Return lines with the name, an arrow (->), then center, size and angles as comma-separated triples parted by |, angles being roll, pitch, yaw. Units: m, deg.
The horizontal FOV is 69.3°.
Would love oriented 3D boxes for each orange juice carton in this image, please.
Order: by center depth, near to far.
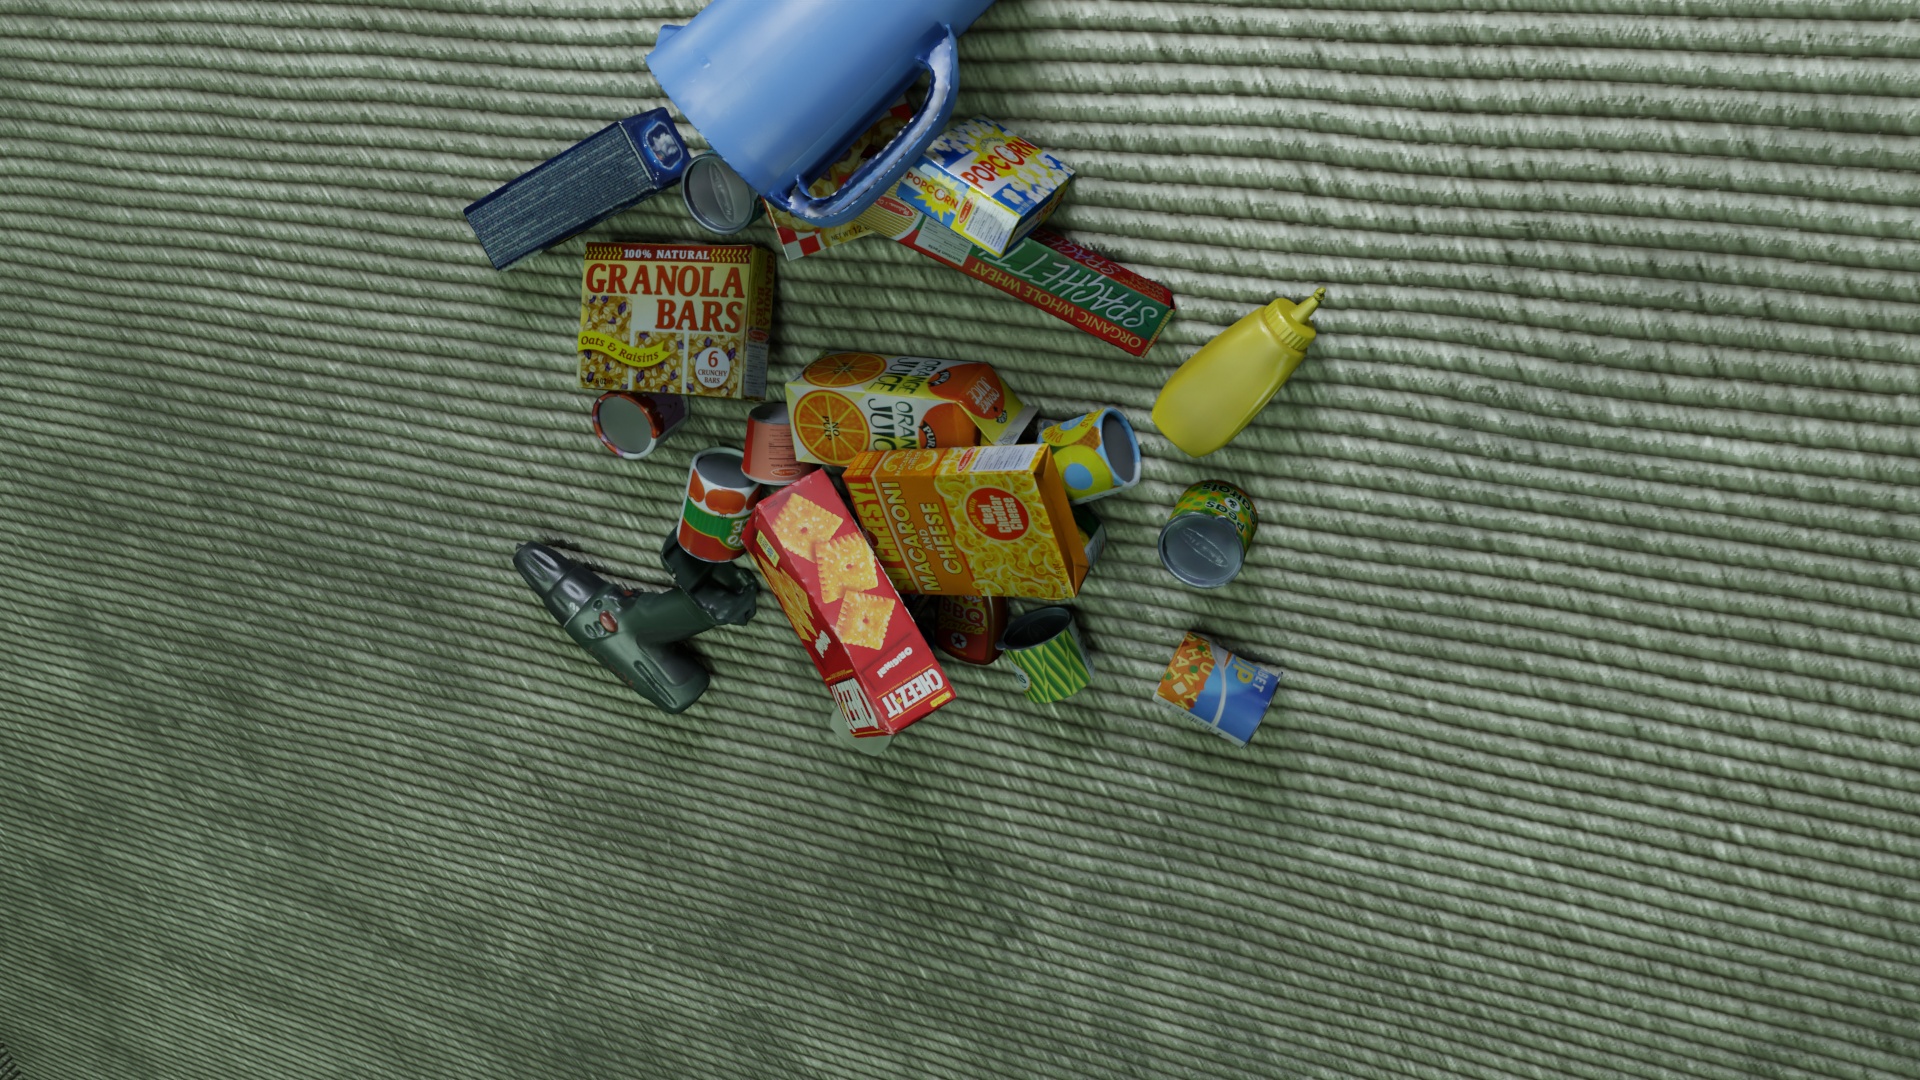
orange juice carton -> -0.037, -0.100, 1.115 | 0.193, 0.072, 0.072 | 8, 123, 22

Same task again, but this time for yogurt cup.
yogurt cup -> -0.153, -0.084, 1.188 | 0.072, 0.073, 0.053 | 12, 116, 19

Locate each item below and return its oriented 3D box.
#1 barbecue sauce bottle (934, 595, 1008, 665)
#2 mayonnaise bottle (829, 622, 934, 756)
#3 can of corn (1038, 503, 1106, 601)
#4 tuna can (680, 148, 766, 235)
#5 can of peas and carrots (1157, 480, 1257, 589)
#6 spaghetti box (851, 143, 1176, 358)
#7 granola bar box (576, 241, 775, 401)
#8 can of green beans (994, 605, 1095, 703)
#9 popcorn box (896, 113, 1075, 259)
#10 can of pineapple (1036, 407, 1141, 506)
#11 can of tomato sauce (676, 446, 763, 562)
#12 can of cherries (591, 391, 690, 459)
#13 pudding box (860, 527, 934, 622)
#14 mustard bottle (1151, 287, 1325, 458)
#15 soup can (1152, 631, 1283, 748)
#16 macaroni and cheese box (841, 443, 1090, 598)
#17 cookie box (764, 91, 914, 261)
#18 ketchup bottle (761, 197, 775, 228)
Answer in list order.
barbecue sauce bottle -> 0.012, 0.034, 1.192 | 0.065, 0.044, 0.147 | 21, 126, 24
mayonnaise bottle -> -0.069, 0.136, 1.297 | 0.065, 0.041, 0.147 | 34, 126, 4
can of corn -> 0.077, 0.007, 1.135 | 0.071, 0.058, 0.070 | 12, 124, 19
tuna can -> -0.183, -0.279, 1.100 | 0.071, 0.033, 0.070 | 12, 124, 19
can of peas and carrots -> 0.193, -0.007, 1.071 | 0.071, 0.059, 0.070 | 12, 123, 18
spaghetti box -> 0.035, -0.207, 1.003 | 0.250, 0.029, 0.050 | 24, 127, -9
granola bar box -> -0.238, -0.182, 1.150 | 0.165, 0.039, 0.124 | 6, 93, 22
can of green beans -> 0.075, 0.098, 1.187 | 0.071, 0.071, 0.057 | -11, 114, 30
popcorn box -> 0.020, -0.248, 0.963 | 0.085, 0.127, 0.038 | 32, 124, 4
can of pineapple -> 0.099, -0.066, 1.075 | 0.057, 0.071, 0.071 | -17, 111, 32
can of tomato sauce -> -0.213, -0.032, 1.245 | 0.071, 0.071, 0.082 | 26, 127, 9
can of cherries -> -0.286, -0.115, 1.233 | 0.071, 0.059, 0.071 | 12, 124, 18
pudding box -> -0.061, 0.029, 1.214 | 0.084, 0.030, 0.049 | 53, 131, 20
mustard bottle -> 0.207, -0.127, 0.997 | 0.065, 0.049, 0.159 | 43, 127, -4
soup can -> 0.210, 0.119, 1.138 | 0.084, 0.072, 0.071 | 28, 127, 8
macaroni and cheese box -> 0.004, -0.014, 1.082 | 0.166, 0.040, 0.123 | -1, 129, 28
cookie box -> -0.096, -0.303, 1.008 | 0.123, 0.040, 0.166 | -18, 113, 3
ketchup bottle -> -0.136, -0.314, 1.049 | 0.064, 0.044, 0.148 | -10, 114, 19
